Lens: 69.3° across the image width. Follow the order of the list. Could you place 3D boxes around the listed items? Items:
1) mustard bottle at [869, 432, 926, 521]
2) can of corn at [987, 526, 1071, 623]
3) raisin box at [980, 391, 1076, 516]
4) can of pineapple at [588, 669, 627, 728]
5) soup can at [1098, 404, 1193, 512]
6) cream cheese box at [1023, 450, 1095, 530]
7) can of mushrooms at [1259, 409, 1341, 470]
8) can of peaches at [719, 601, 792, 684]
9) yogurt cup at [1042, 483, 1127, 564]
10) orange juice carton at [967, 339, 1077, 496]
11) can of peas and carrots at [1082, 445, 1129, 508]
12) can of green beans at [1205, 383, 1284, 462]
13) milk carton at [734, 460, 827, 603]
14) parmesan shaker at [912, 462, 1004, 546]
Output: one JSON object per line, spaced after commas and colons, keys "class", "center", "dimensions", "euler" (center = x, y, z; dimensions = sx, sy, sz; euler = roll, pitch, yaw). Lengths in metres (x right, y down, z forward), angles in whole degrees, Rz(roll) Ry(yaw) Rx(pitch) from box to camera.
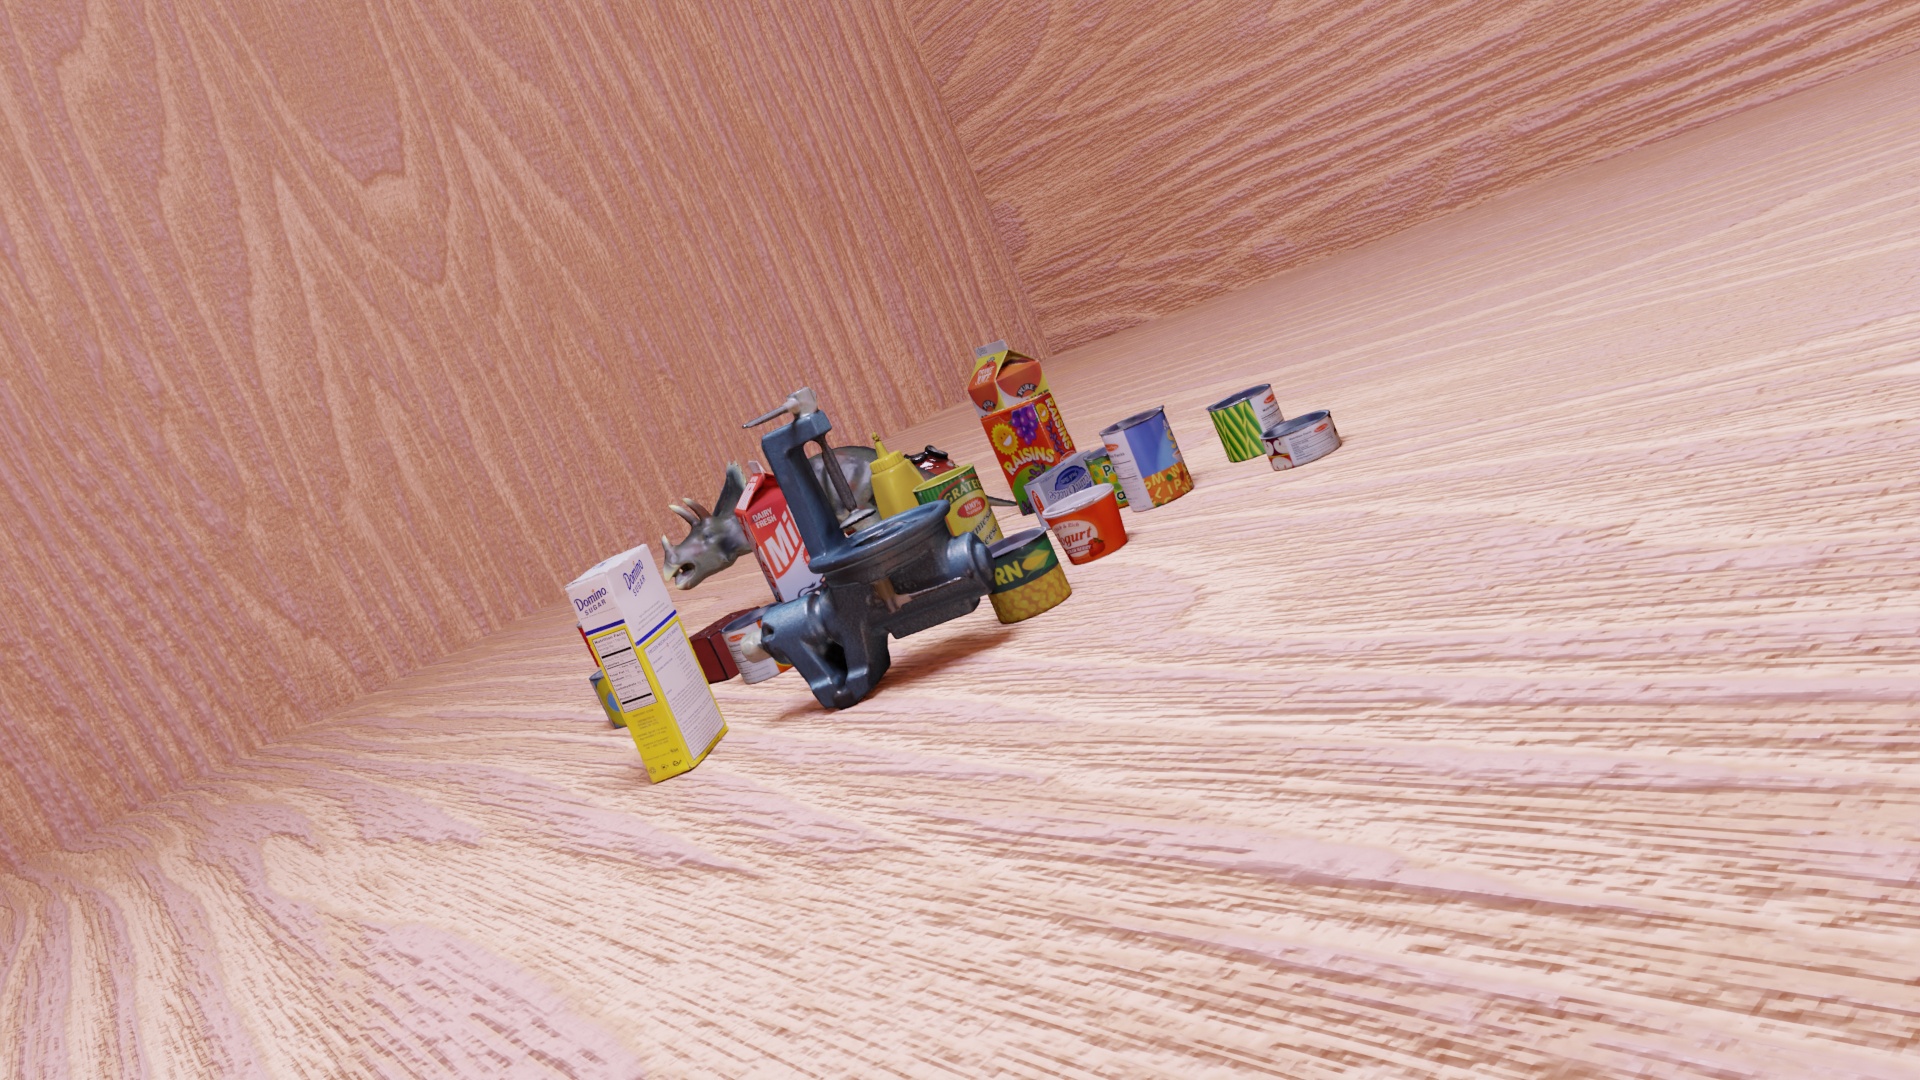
{"class": "mustard bottle", "center": [-0.064, -0.049, 1.562], "dimensions": [0.065, 0.160, 0.048], "euler": [-30, 10, -37]}
{"class": "can of corn", "center": [0.049, 0.029, 1.135], "dimensions": [0.071, 0.058, 0.071], "euler": [-23, 9, 4]}
{"class": "raisin box", "center": [0.085, -0.097, 1.575], "dimensions": [0.086, 0.123, 0.040], "euler": [-15, 12, 46]}
{"class": "can of pineapple", "center": [-0.336, 0.152, 1.422], "dimensions": [0.071, 0.057, 0.071], "euler": [-23, 9, 4]}
{"class": "soup can", "center": [0.183, -0.079, 1.344], "dimensions": [0.071, 0.083, 0.071], "euler": [-23, 9, 4]}
{"class": "cream cheese box", "center": [0.112, -0.054, 1.477], "dimensions": [0.024, 0.053, 0.104], "euler": [-16, 12, 43]}
{"class": "can of mushrooms", "center": [0.306, -0.091, 1.253], "dimensions": [0.071, 0.033, 0.071], "euler": [-23, 9, 4]}
{"class": "can of peaches", "center": [-0.190, 0.099, 1.350], "dimensions": [0.071, 0.058, 0.071], "euler": [-23, 9, 4]}
{"class": "yogurt cup", "center": [0.114, -0.014, 1.234], "dimensions": [0.072, 0.054, 0.072], "euler": [-23, 9, 4]}
{"class": "orange juice carton", "center": [0.074, -0.158, 1.737], "dimensions": [0.073, 0.192, 0.071], "euler": [-28, 9, -27]}
{"class": "can of peas and carrots", "center": [0.166, -0.069, 1.409], "dimensions": [0.071, 0.058, 0.071], "euler": [-23, 9, 4]}
{"class": "can of green beans", "center": [0.286, -0.116, 1.375], "dimensions": [0.071, 0.057, 0.071], "euler": [-23, 9, 4]}
{"class": "milk carton", "center": [-0.174, 0.005, 1.434], "dimensions": [0.073, 0.190, 0.072], "euler": [-26, 9, -15]}
{"class": "parmesan shaker", "center": [0.005, -0.017, 1.380], "dimensions": [0.071, 0.103, 0.071], "euler": [-23, 8, 4]}
